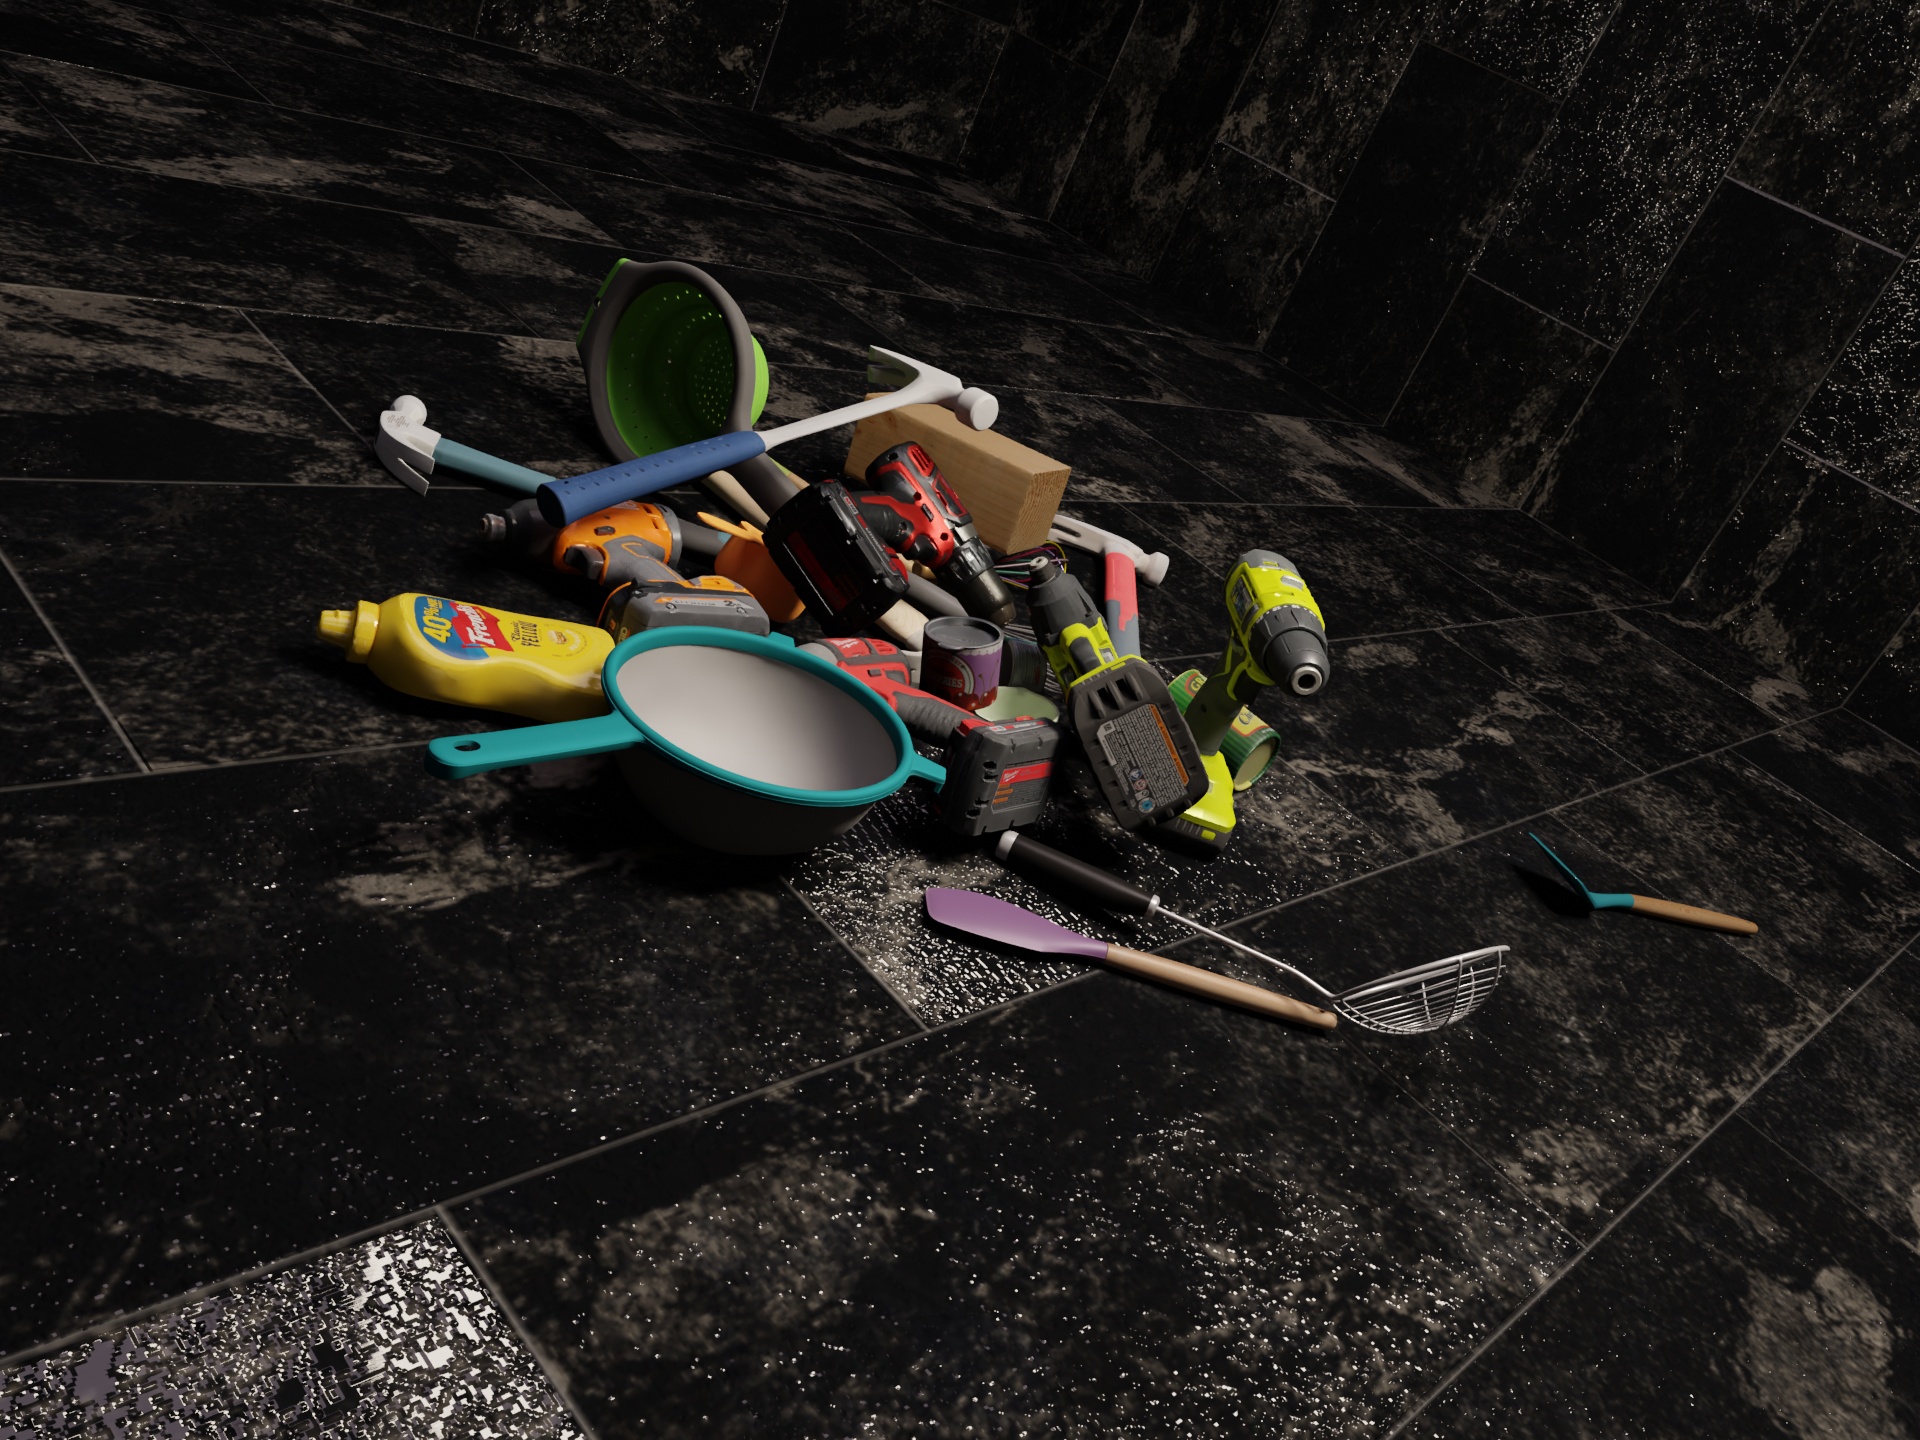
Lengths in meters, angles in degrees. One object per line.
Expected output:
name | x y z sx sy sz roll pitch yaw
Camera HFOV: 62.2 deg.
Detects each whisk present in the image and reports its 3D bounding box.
whisk | 0.021 -0.091 1.485 0.239 0.055 0.055 28 26 14
whisk | 0.034 -0.157 1.609 0.051 0.047 0.245 39 27 29

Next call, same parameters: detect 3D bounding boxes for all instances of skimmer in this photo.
skimmer | 0.206 0.133 1.151 0.363 0.090 0.127 23 -12 11

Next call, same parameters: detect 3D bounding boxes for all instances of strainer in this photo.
strainer | -0.187 0.034 1.012 0.340 0.095 0.211 -9 39 -46

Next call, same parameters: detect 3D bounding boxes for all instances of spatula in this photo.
spatula | 0.685 0.176 1.572 0.317 0.044 0.082 13 25 -26
spatula | 0.123 0.169 1.116 0.315 0.018 0.060 18 20 -12

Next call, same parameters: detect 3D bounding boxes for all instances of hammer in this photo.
hammer | -0.152 -0.162 1.476 0.411 0.038 0.146 39 30 27
hammer | -0.163 -0.234 1.312 0.405 0.035 0.144 -25 45 -35
hammer | 0.154 -0.118 1.660 0.143 0.038 0.387 21 26 -6
hammer | -0.339 -0.195 1.376 0.331 0.033 0.128 18 26 -14

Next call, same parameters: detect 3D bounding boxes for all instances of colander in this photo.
colander | -0.198 -0.265 1.470 0.397 0.204 0.094 48 29 21

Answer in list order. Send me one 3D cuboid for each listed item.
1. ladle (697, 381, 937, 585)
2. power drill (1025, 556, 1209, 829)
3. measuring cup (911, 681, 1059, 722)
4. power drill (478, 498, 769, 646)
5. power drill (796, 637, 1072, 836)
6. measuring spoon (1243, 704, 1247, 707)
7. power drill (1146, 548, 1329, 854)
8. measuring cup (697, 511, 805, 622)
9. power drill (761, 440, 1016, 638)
ladle | -0.146 -0.230 1.590 0.320 0.078 0.062 37 37 10
power drill | 0.112 -0.027 1.268 0.171 0.080 0.223 62 2 -29
measuring cup | -0.002 -0.004 1.325 0.167 0.038 0.083 11 26 9
power drill | -0.264 -0.106 1.226 0.164 0.084 0.227 1 31 -39
power drill | -0.040 0.001 1.202 0.220 0.078 0.143 29 20 30
measuring spoon | 0.257 -0.012 1.522 0.034 0.018 0.124 38 -1 4
power drill | 0.223 -0.008 1.293 0.080 0.228 0.191 19 26 -12
measuring cup | -0.181 -0.128 1.309 0.095 0.052 0.173 41 8 23
power drill | -0.047 -0.137 1.350 0.188 0.080 0.227 56 31 0
